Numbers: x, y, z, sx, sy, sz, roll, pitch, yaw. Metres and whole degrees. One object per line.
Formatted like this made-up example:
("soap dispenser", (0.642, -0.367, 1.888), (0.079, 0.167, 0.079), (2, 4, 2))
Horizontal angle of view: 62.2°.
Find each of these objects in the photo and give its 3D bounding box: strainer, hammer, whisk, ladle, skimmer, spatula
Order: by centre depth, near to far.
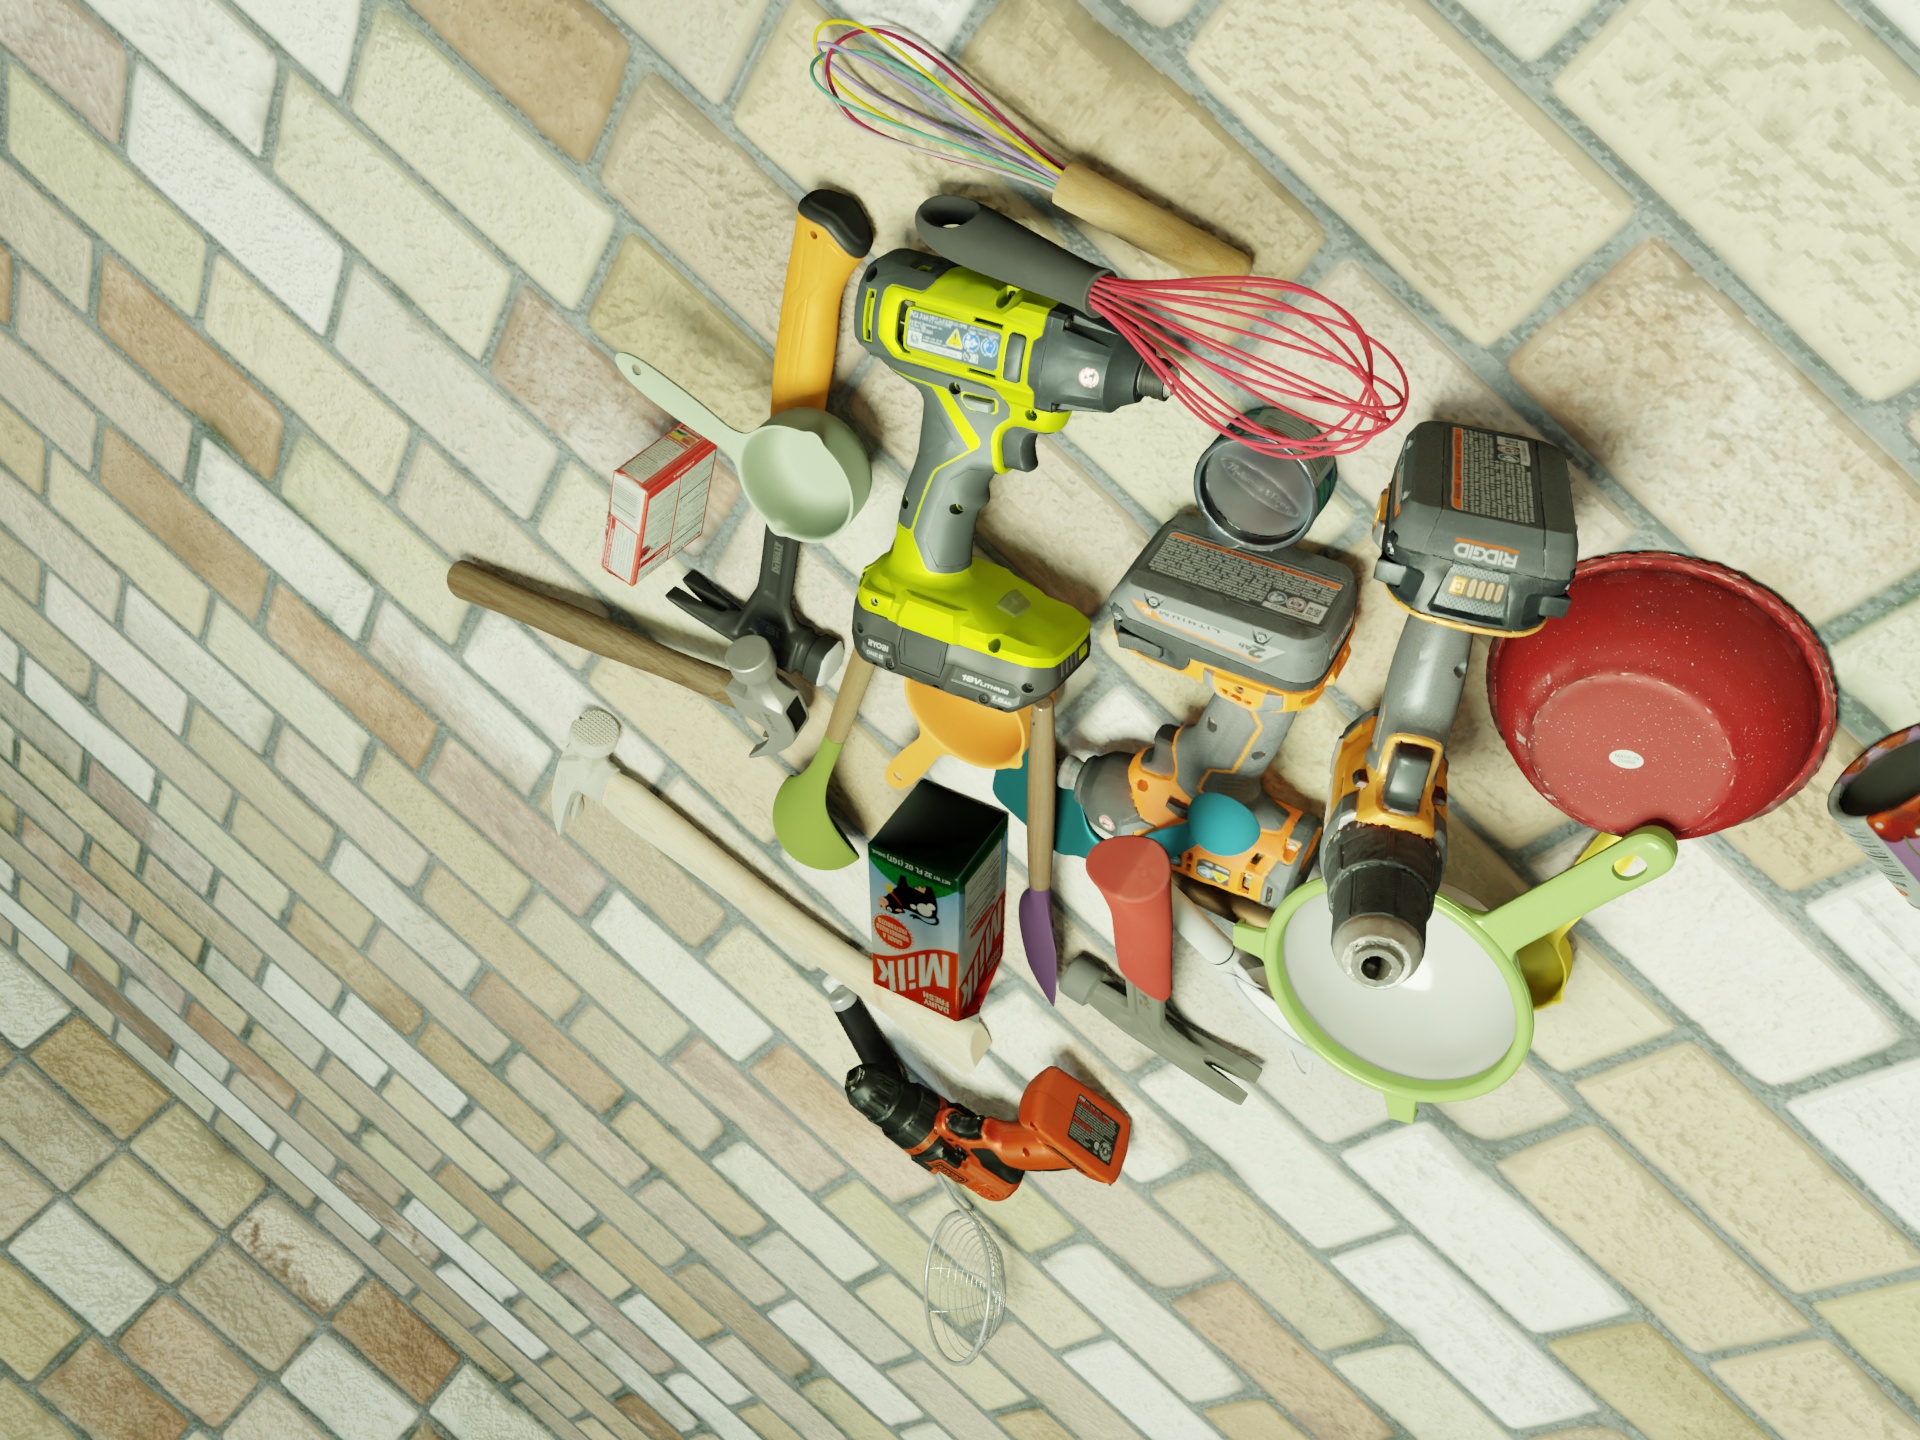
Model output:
("whisk", (0.079, -0.190, 0.732), (0.296, 0.073, 0.073), (35, 142, 35))
("whisk", (0.030, -0.272, 0.767), (0.245, 0.051, 0.047), (31, 132, 7))
("strainer", (0.278, 0.108, 0.850), (0.151, 0.069, 0.256), (48, 134, 1))
("hammer", (0.118, 0.150, 0.953), (0.149, 0.037, 0.358), (30, 164, 18))
("hammer", (-0.108, -0.167, 0.964), (0.127, 0.034, 0.336), (29, 137, 12))
("strainer", (0.167, 0.146, 0.975), (0.258, 0.050, 0.087), (43, 170, -37))
("spatula", (0.158, 0.101, 1.006), (0.317, 0.044, 0.082), (26, 136, 9))
("spatula", (0.051, 0.089, 1.033), (0.315, 0.018, 0.060), (88, 157, -51))
("ladle", (-0.067, -0.011, 1.060), (0.078, 0.062, 0.320), (49, 138, 26))
("hammer", (-0.246, -0.055, 1.147), (0.331, 0.031, 0.129), (21, 153, 28))
("hammer", (-0.155, 0.154, 1.273), (0.410, 0.038, 0.146), (35, 140, 6))
("skimmer", (-0.052, 0.390, 1.357), (0.363, 0.090, 0.127), (65, 165, -22))

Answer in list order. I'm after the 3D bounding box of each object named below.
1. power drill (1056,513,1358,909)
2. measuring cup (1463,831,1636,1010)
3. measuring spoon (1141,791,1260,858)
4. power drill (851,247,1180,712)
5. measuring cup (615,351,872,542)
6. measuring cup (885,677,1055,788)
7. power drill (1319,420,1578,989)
("power drill", (0.131, 0.000, 0.897), (0.164, 0.084, 0.226), (21, 139, 21))
("measuring cup", (0.336, 0.098, 0.875), (0.062, 0.029, 0.156), (37, 127, 15))
("measuring spoon", (0.120, 0.074, 0.907), (0.042, 0.021, 0.128), (43, 146, -10))
("power drill", (0.021, -0.125, 0.858), (0.171, 0.080, 0.223), (21, 124, 20))
("measuring cup", (-0.123, -0.170, 0.919), (0.167, 0.038, 0.083), (35, 137, 4))
("measuring cup", (-0.002, -0.003, 1.016), (0.095, 0.052, 0.173), (43, 147, -2))
("power drill", (0.216, -0.002, 0.739), (0.084, 0.185, 0.226), (13, 124, 9))
